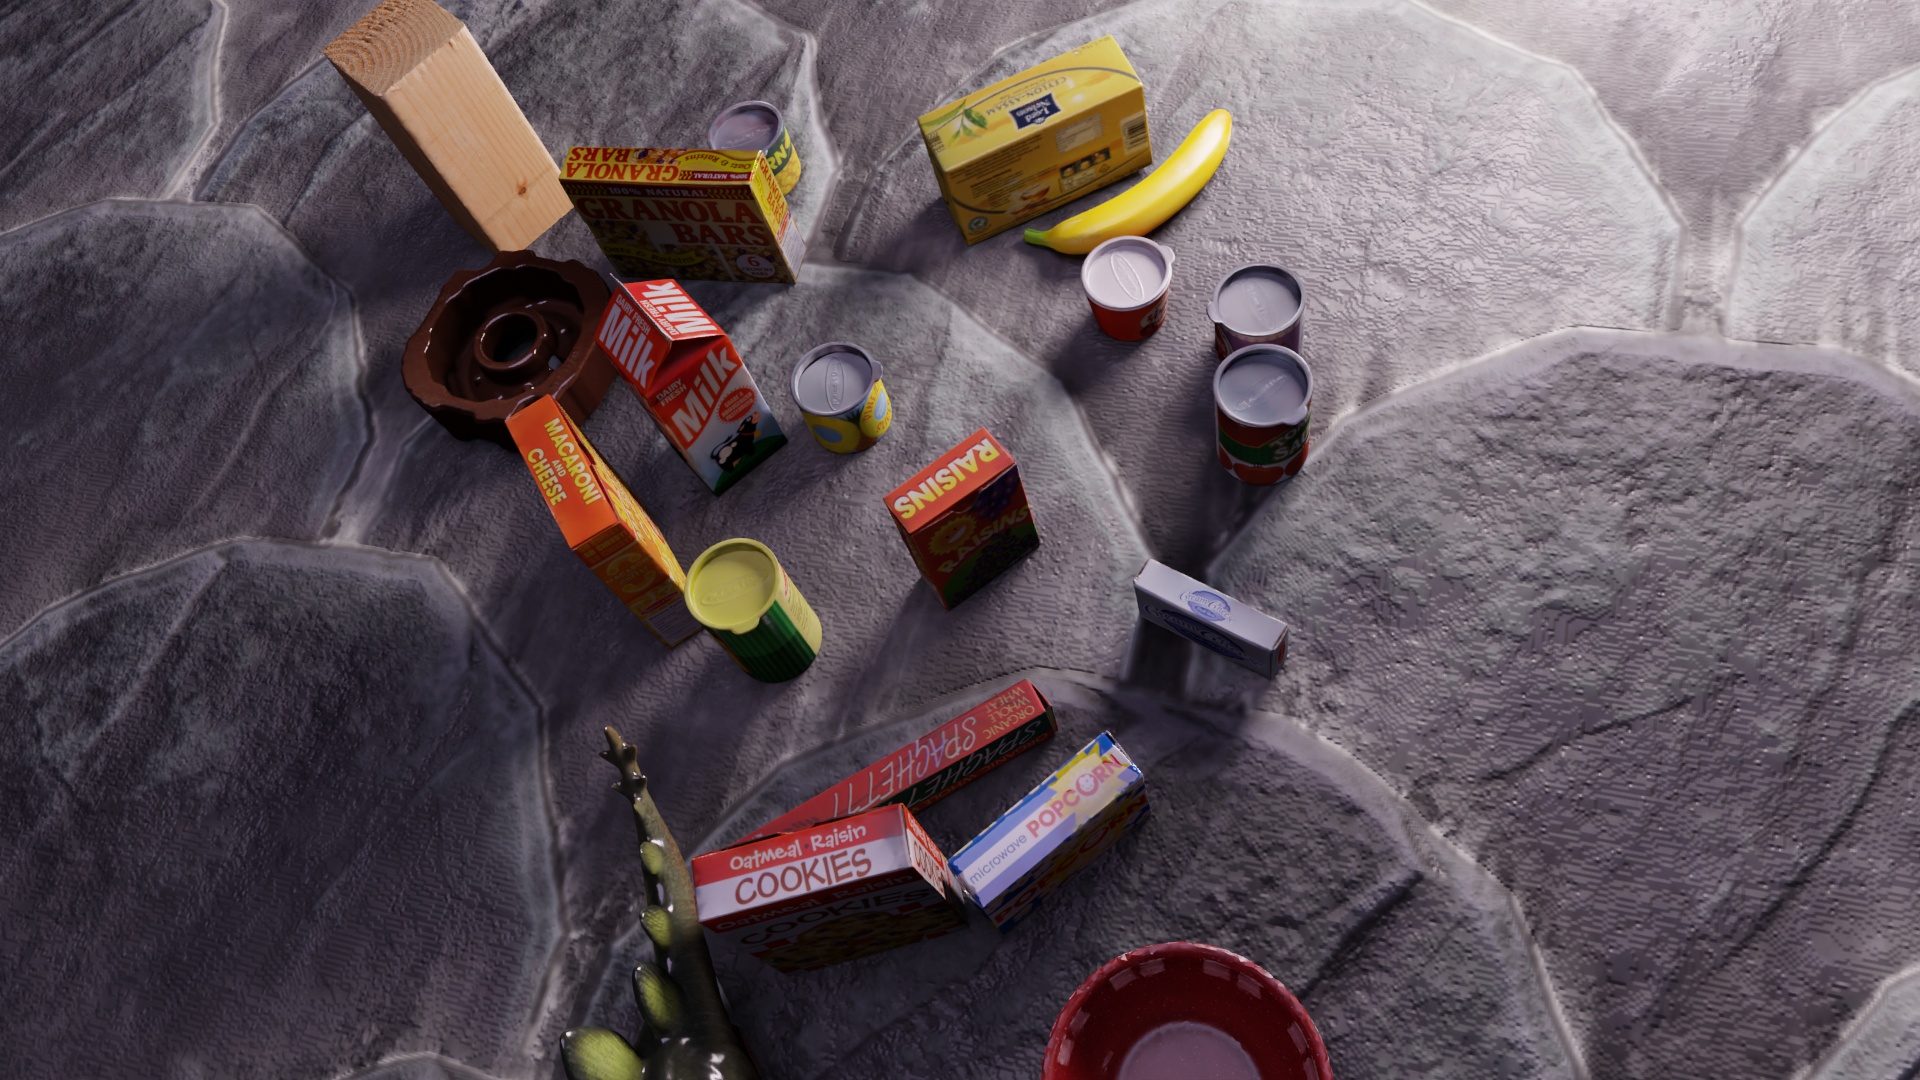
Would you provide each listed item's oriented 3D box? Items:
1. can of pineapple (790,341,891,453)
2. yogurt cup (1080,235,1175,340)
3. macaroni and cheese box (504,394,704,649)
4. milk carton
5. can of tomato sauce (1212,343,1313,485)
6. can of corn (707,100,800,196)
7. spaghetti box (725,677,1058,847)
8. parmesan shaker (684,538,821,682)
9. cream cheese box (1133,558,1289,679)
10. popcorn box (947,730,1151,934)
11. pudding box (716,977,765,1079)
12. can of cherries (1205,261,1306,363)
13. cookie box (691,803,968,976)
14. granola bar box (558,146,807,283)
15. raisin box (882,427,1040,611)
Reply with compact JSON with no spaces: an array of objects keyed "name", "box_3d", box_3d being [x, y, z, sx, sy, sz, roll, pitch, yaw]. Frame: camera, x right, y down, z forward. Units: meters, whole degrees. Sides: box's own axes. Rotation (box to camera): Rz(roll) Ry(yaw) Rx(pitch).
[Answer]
[{"name":"can of pineapple","box_3d":[-0.088,-0.107,1.054,0.071,0.057,0.071,-5,62,9]},{"name":"yogurt cup","box_3d":[0.127,-0.188,1.054,0.072,0.053,0.073,-5,62,9]},{"name":"macaroni and cheese box","box_3d":[-0.244,-0.011,0.974,0.040,0.165,0.124,-32,61,-5]},{"name":"milk carton","box_3d":[-0.199,-0.117,1.006,0.073,0.189,0.072,-40,62,-10]},{"name":"can of tomato sauce","box_3d":[0.212,-0.085,0.965,0.071,0.082,0.071,-5,62,9]},{"name":"can of corn","box_3d":[-0.175,-0.329,1.188,0.071,0.058,0.071,-5,62,9]},{"name":"spaghetti box","box_3d":[-0.051,0.168,0.906,0.250,0.050,0.029,-29,61,-4]},{"name":"parmesan shaker","box_3d":[-0.140,0.053,0.955,0.071,0.102,0.071,-5,62,9]},{"name":"cream cheese box","box_3d":[0.165,0.052,0.919,0.104,0.053,0.024,27,71,23]},{"name":"popcorn box","box_3d":[0.057,0.182,0.856,0.127,0.085,0.038,-38,62,-9]},{"name":"pudding box","box_3d":[-0.155,0.304,0.856,0.030,0.049,0.084,-32,61,-5]},{"name":"can of cherries","box_3d":[0.216,-0.160,1.018,0.071,0.058,0.072,-5,62,9]},{"name":"cookie box","box_3d":[-0.072,0.209,0.821,0.123,0.166,0.040,-16,61,4]},{"name":"granola bar box","box_3d":[-0.223,-0.262,1.125,0.165,0.123,0.039,5,64,14]},{"name":"raisin box","box_3d":[0.003,-0.012,0.947,0.086,0.123,0.040,-35,62,-7]}]
